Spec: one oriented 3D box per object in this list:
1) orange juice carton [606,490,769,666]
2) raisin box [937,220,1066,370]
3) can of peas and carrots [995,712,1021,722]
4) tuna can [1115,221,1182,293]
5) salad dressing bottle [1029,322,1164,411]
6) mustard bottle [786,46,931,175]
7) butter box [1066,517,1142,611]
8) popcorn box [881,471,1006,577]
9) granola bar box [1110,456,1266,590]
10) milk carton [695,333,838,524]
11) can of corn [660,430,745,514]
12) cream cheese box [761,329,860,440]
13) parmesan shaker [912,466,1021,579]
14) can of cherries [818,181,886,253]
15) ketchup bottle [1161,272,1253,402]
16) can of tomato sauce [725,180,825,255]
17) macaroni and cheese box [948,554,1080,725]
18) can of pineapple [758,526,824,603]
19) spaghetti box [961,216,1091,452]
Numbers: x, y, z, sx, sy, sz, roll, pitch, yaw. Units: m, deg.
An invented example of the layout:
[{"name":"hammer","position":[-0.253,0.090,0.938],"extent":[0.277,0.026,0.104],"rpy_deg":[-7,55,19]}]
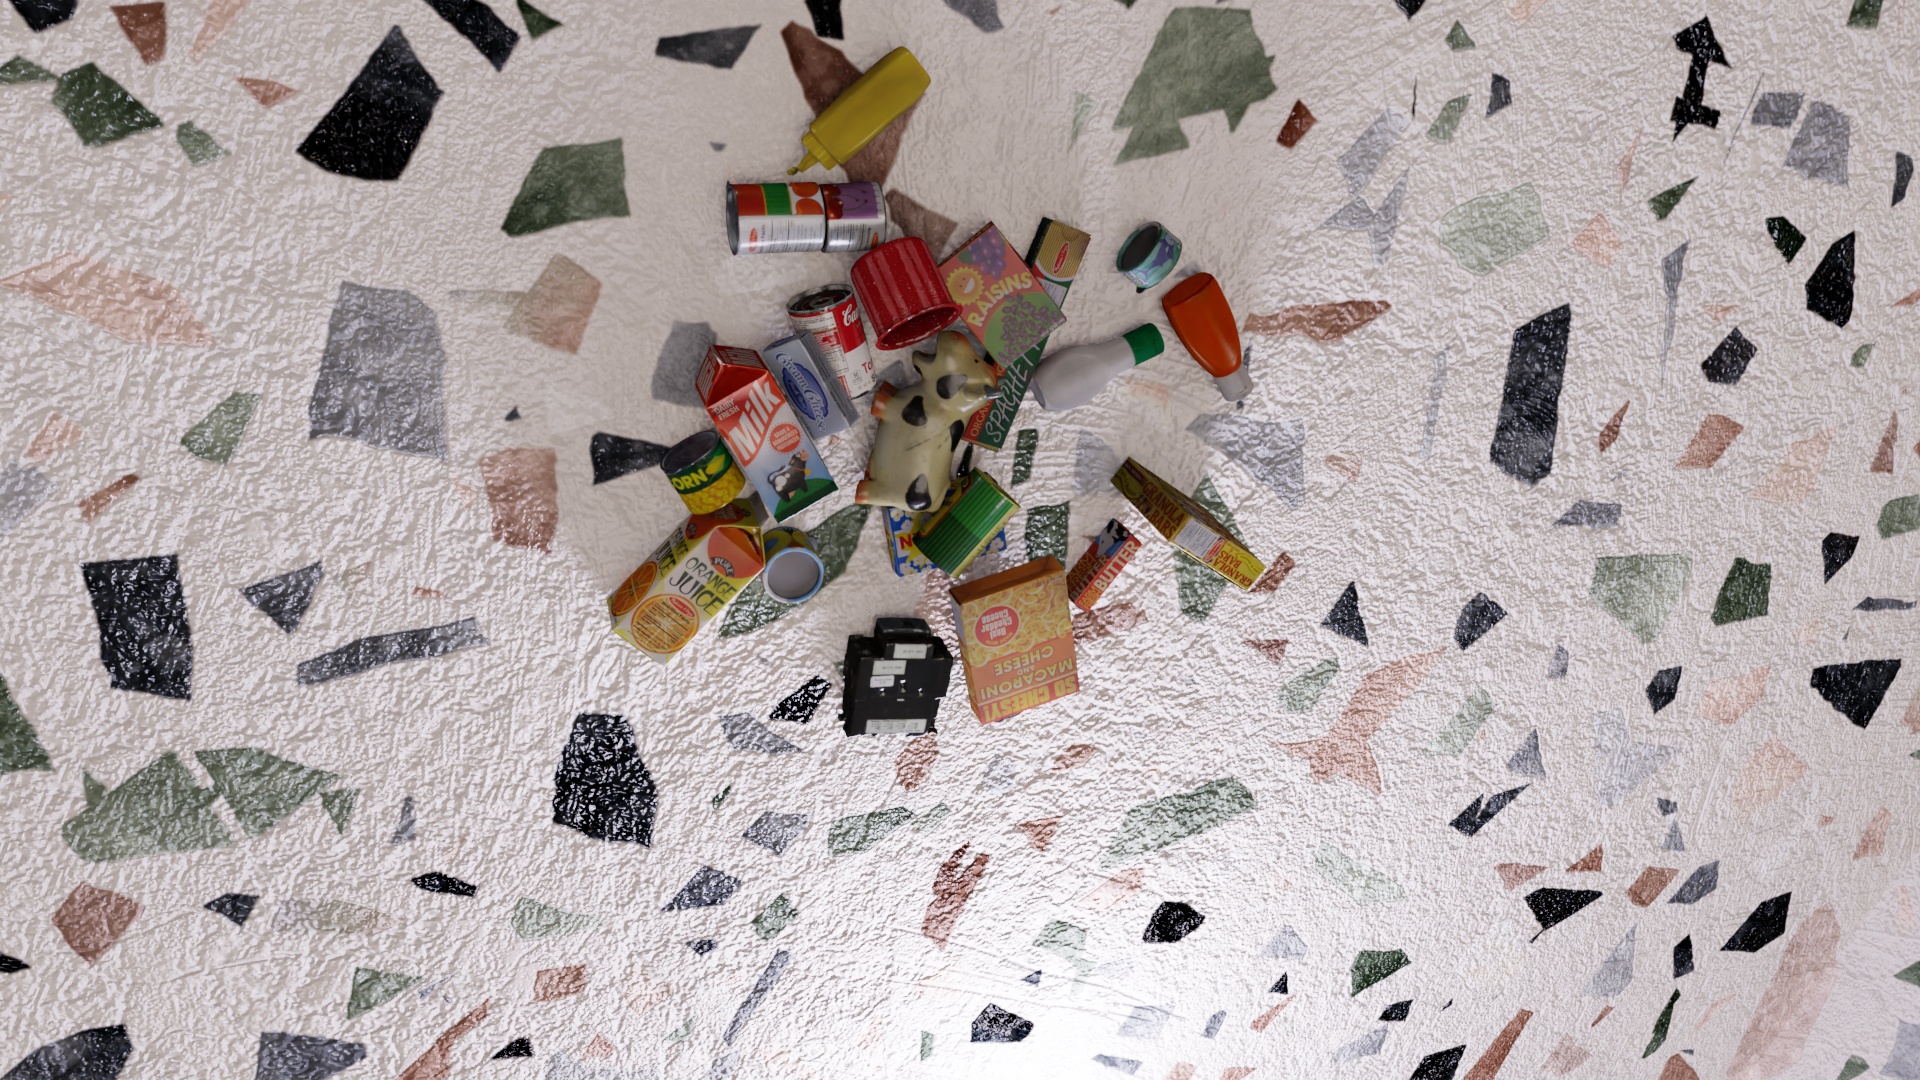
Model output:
[{"name":"orange juice carton","position":[-0.269,0.030,1.428],"extent":[0.192,0.072,0.073],"rpy_deg":[-45,120,4]},{"name":"raisin box","position":[0.038,-0.249,1.411],"extent":[0.086,0.040,0.123],"rpy_deg":[-37,105,10]},{"name":"can of peas and carrots","position":[0.045,0.166,1.611],"extent":[0.071,0.059,0.070],"rpy_deg":[-8,116,-16]},{"name":"tuna can","position":[0.195,-0.297,1.453],"extent":[0.033,0.071,0.071],"rpy_deg":[33,99,-28]},{"name":"salad dressing bottle","position":[0.148,-0.189,1.499],"extent":[0.148,0.044,0.064],"rpy_deg":[-25,119,-9]},{"name":"mustard bottle","position":[-0.100,-0.395,1.307],"extent":[0.160,0.065,0.048],"rpy_deg":[-40,115,7]},{"name":"butter box","position":[0.160,0.028,1.594],"extent":[0.024,0.053,0.103],"rpy_deg":[34,98,-27]},{"name":"popcorn box","position":[-0.019,-0.018,1.517],"extent":[0.127,0.038,0.085],"rpy_deg":[-15,116,-13]},{"name":"granola bar box","position":[0.250,-0.019,1.541],"extent":[0.124,0.166,0.039],"rpy_deg":[30,103,-28]},{"name":"milk carton","position":[-0.203,-0.119,1.386],"extent":[0.073,0.072,0.190],"rpy_deg":[-31,119,-4]},{"name":"can of corn","position":[-0.258,-0.066,1.391],"extent":[0.071,0.071,0.058],"rpy_deg":[-31,120,-4]},{"name":"cream cheese box","position":[-0.146,-0.152,1.358],"extent":[0.053,0.024,0.103],"rpy_deg":[-15,114,36]},{"name":"parmesan shaker","position":[0.005,-0.018,1.461],"extent":[0.071,0.071,0.103],"rpy_deg":[39,96,-29]},{"name":"can of cherries","position":[-0.108,-0.313,1.339],"extent":[0.058,0.072,0.071],"rpy_deg":[-7,115,-16]},{"name":"ketchup bottle","position":[0.279,-0.219,1.531],"extent":[0.065,0.044,0.148],"rpy_deg":[-35,120,-1]},{"name":"can of tomato sauce","position":[-0.176,-0.307,1.316],"extent":[0.083,0.071,0.071],"rpy_deg":[-6,115,-18]},{"name":"macaroni and cheese box","position":[0.062,0.110,1.526],"extent":[0.124,0.040,0.165],"rpy_deg":[-18,122,-13]},{"name":"can of pineapple","position":[-0.180,0.025,1.466],"extent":[0.071,0.058,0.070],"rpy_deg":[-8,115,-17]},{"name":"spaghetti box","position":[0.064,-0.215,1.464],"extent":[0.050,0.029,0.249],"rpy_deg":[16,107,-25]}]
